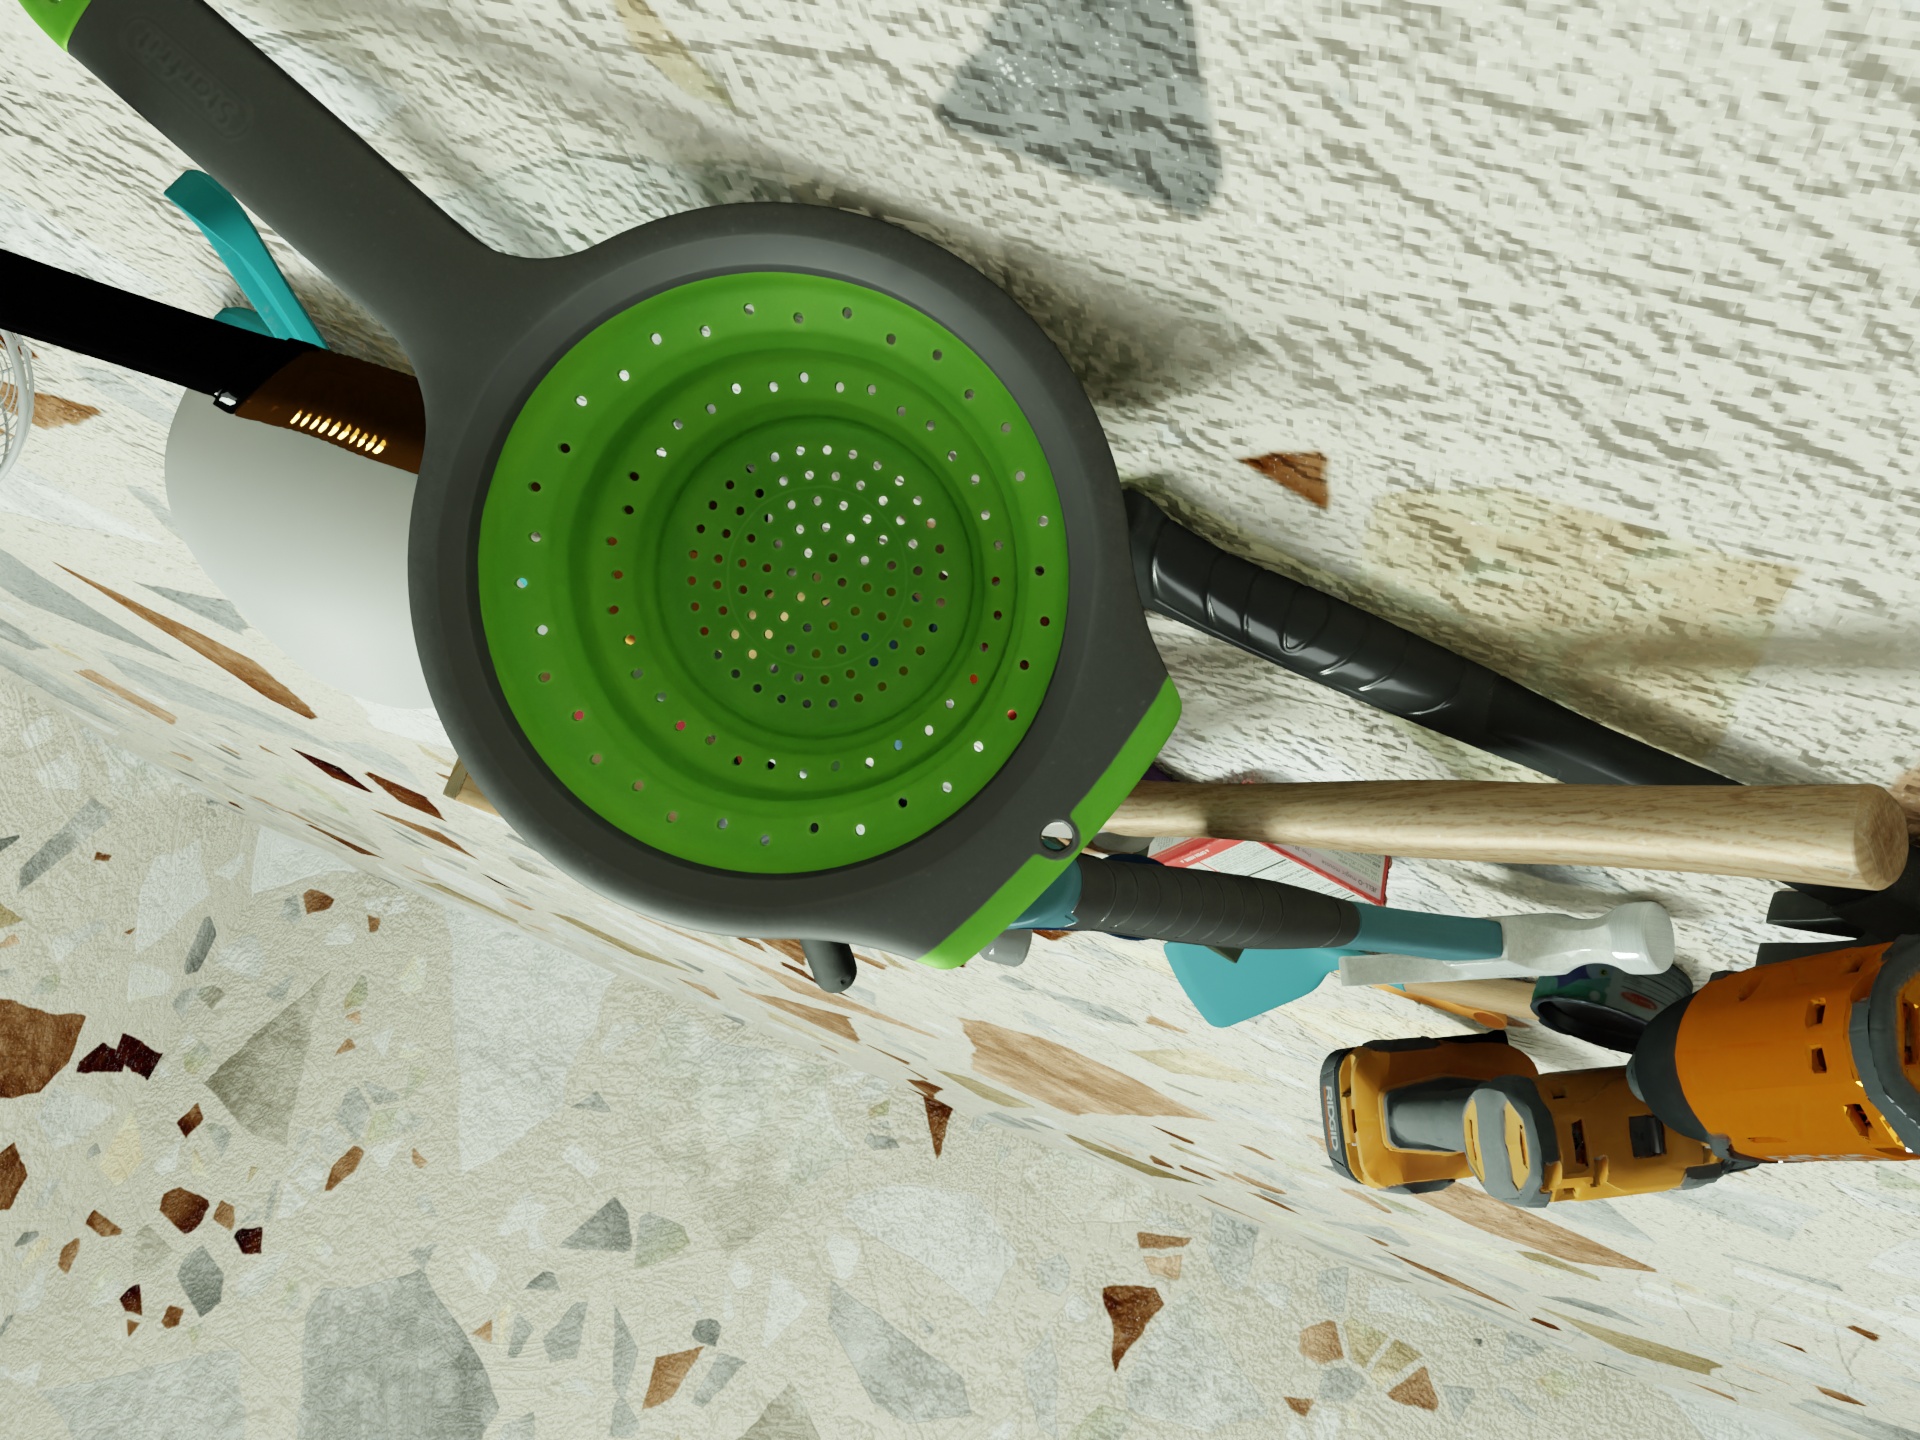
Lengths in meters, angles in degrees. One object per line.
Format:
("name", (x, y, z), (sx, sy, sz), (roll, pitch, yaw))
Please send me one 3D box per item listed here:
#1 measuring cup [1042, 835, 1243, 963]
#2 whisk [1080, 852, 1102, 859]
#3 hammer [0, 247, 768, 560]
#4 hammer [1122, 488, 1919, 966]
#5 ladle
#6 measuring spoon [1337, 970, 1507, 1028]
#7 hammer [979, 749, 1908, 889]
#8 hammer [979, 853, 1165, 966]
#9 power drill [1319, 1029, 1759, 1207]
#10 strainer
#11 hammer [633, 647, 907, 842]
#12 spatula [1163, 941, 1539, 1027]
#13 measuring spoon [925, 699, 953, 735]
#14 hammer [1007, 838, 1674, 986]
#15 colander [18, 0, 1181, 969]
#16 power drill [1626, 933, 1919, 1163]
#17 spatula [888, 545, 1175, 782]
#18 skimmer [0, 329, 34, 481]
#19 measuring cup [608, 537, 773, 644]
("measuring cup", (0.089, 0.072, 0.857), (0.168, 0.038, 0.083), (32, 177, 35))
("whisk", (0.045, 0.081, 0.916), (0.246, 0.059, 0.058), (13, -156, 18))
("hammer", (-0.195, -0.095, 0.502), (0.034, 0.127, 0.336), (-28, 154, 36))
("hammer", (0.189, 0.005, 0.530), (0.335, 0.035, 0.146), (24, 161, 0))
("ladle", (-0.108, -0.019, 0.671), (0.069, 0.031, 0.315), (13, 163, -23))
("measuring spoon", (0.253, 0.149, 0.902), (0.117, 0.011, 0.021), (18, 154, 28))
("hammer", (0.128, 0.032, 0.533), (0.130, 0.031, 0.331), (11, 172, -42))
("hammer", (0.015, 0.096, 0.813), (0.144, 0.035, 0.405), (14, 169, -11))
("power drill", (0.313, 0.206, 0.832), (0.185, 0.084, 0.226), (-2, 170, -15))
("strainer", (-0.270, -0.090, 0.645), (0.211, 0.095, 0.340), (38, 165, 7))
("hammer", (-0.103, 0.046, 0.723), (0.149, 0.036, 0.409), (38, 163, -9))
("spatula", (0.258, 0.150, 0.840), (0.318, 0.044, 0.082), (4, 137, 43))
("measuring spoon", (-0.001, -0.003, 0.785), (0.034, 0.018, 0.124), (26, 169, -7))
("hammer", (0.132, 0.075, 0.601), (0.330, 0.033, 0.128), (12, 162, -40))
("colander", (-0.113, -0.097, 0.484), (0.397, 0.204, 0.094), (41, -173, 1))
("power drill", (0.345, 0.123, 0.518), (0.226, 0.084, 0.164), (10, 163, -7))
("spatula", (0.067, 0.010, 0.719), (0.060, 0.018, 0.315), (10, 159, 44))
("skimmer", (-0.457, -0.192, 0.681), (0.127, 0.090, 0.363), (60, 152, -7))
("measuring cup", (-0.130, -0.051, 0.740), (0.095, 0.052, 0.173), (26, 164, -7))
